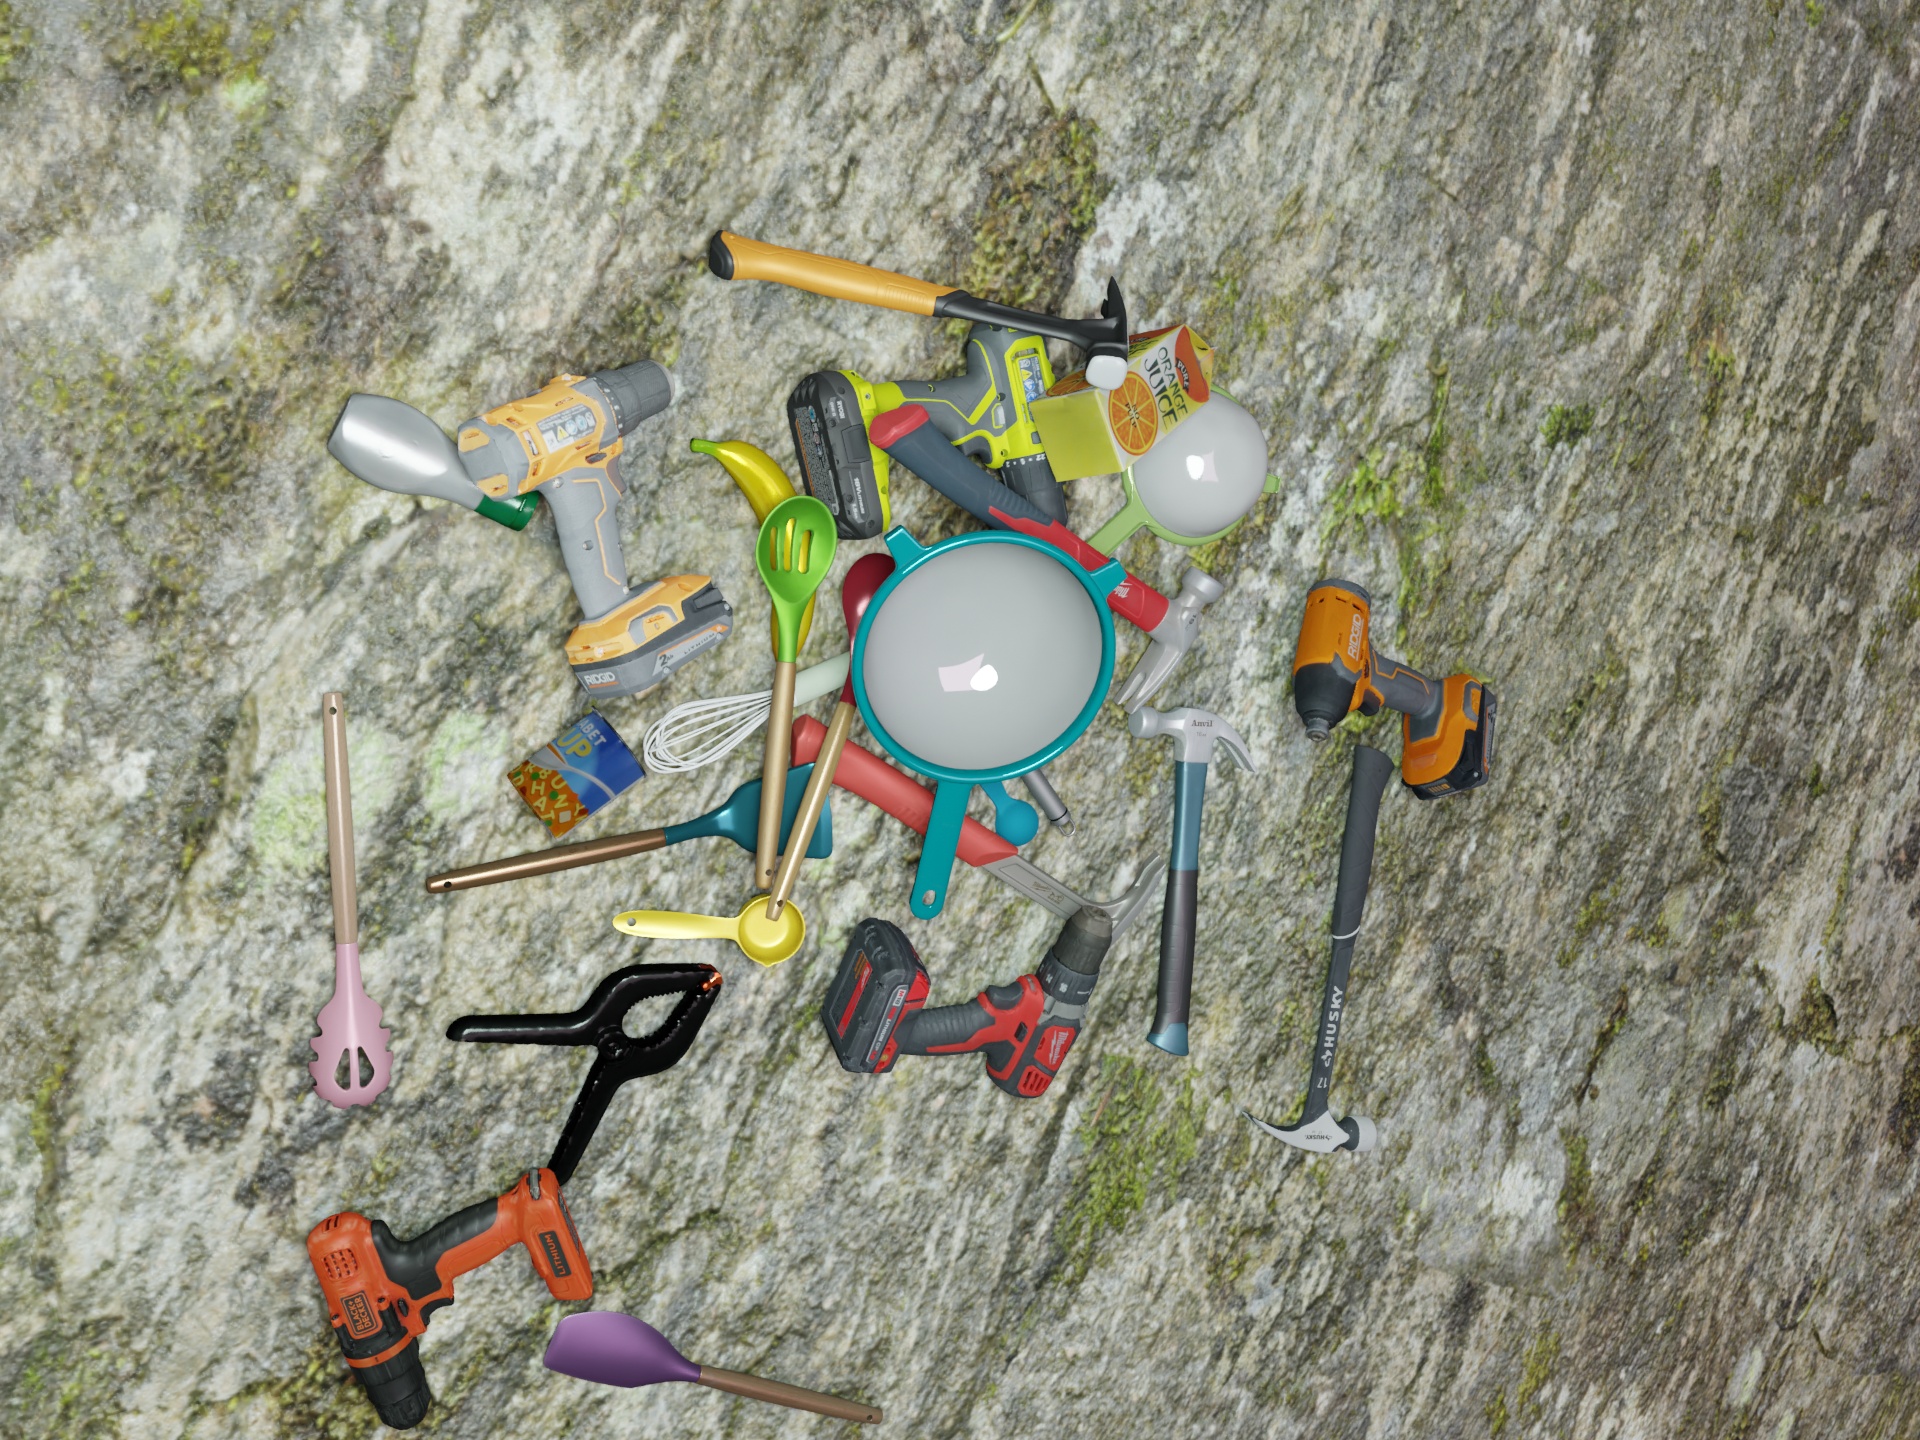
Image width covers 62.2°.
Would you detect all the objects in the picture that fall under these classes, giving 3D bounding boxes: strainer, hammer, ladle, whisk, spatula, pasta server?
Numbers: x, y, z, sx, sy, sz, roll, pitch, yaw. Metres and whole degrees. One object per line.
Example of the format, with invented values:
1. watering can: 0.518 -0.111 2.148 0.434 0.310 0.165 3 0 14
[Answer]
1. strainer: 0.032 0.009 1.386 0.087 0.050 0.258 -43 116 -16
2. hammer: 0.207 0.152 1.490 0.128 0.033 0.331 1 96 -24
3. ladle: -0.102 0.011 1.288 0.069 0.031 0.315 23 80 -26
4. hammer: 0.063 -0.137 1.326 0.386 0.038 0.143 29 98 -38
5. strainer: -0.002 -0.004 1.298 0.211 0.095 0.340 7 113 -16
6. hammer: 0.374 0.227 1.578 0.149 0.036 0.409 7 93 -25
7. whisk: -0.147 -0.018 1.301 0.246 0.058 0.059 -25 141 -24
8. spatula: -0.257 0.098 1.257 0.317 0.044 0.082 -11 103 -25
9. pasta server: -0.458 0.137 1.181 0.060 0.040 0.316 -4 94 -25
10. hammer: 0.008 0.093 1.374 0.358 0.037 0.149 34 99 -22
11. strainer: 0.187 -0.199 1.417 0.256 0.069 0.151 -42 111 -17
12. hammer: -0.031 -0.342 1.266 0.337 0.127 0.034 11 134 -7
13. spatula: -0.201 0.560 1.356 0.315 0.018 0.060 26 84 -25

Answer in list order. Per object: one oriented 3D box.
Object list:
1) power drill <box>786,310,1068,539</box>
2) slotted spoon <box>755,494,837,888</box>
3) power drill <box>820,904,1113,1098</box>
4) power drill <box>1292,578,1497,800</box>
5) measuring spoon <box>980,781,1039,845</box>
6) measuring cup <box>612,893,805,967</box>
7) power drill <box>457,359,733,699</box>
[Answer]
1. power drill: -0.014 -0.224 1.318 0.228 0.080 0.190 -18 103 -25
2. slotted spoon: -0.143 -0.021 1.262 0.070 0.031 0.314 3 95 -33
3. power drill: 0.015 0.229 1.360 0.226 0.080 0.188 13 112 -28
4. power drill: 0.406 -0.013 1.514 0.226 0.084 0.164 32 58 -24
5. measuring spoon: 0.032 0.059 1.402 0.042 0.021 0.128 -39 112 -16
6. measuring cup: -0.206 0.167 1.308 0.156 0.029 0.062 5 94 -14
7. power drill: -0.254 -0.153 1.199 0.185 0.084 0.226 -40 114 -43
